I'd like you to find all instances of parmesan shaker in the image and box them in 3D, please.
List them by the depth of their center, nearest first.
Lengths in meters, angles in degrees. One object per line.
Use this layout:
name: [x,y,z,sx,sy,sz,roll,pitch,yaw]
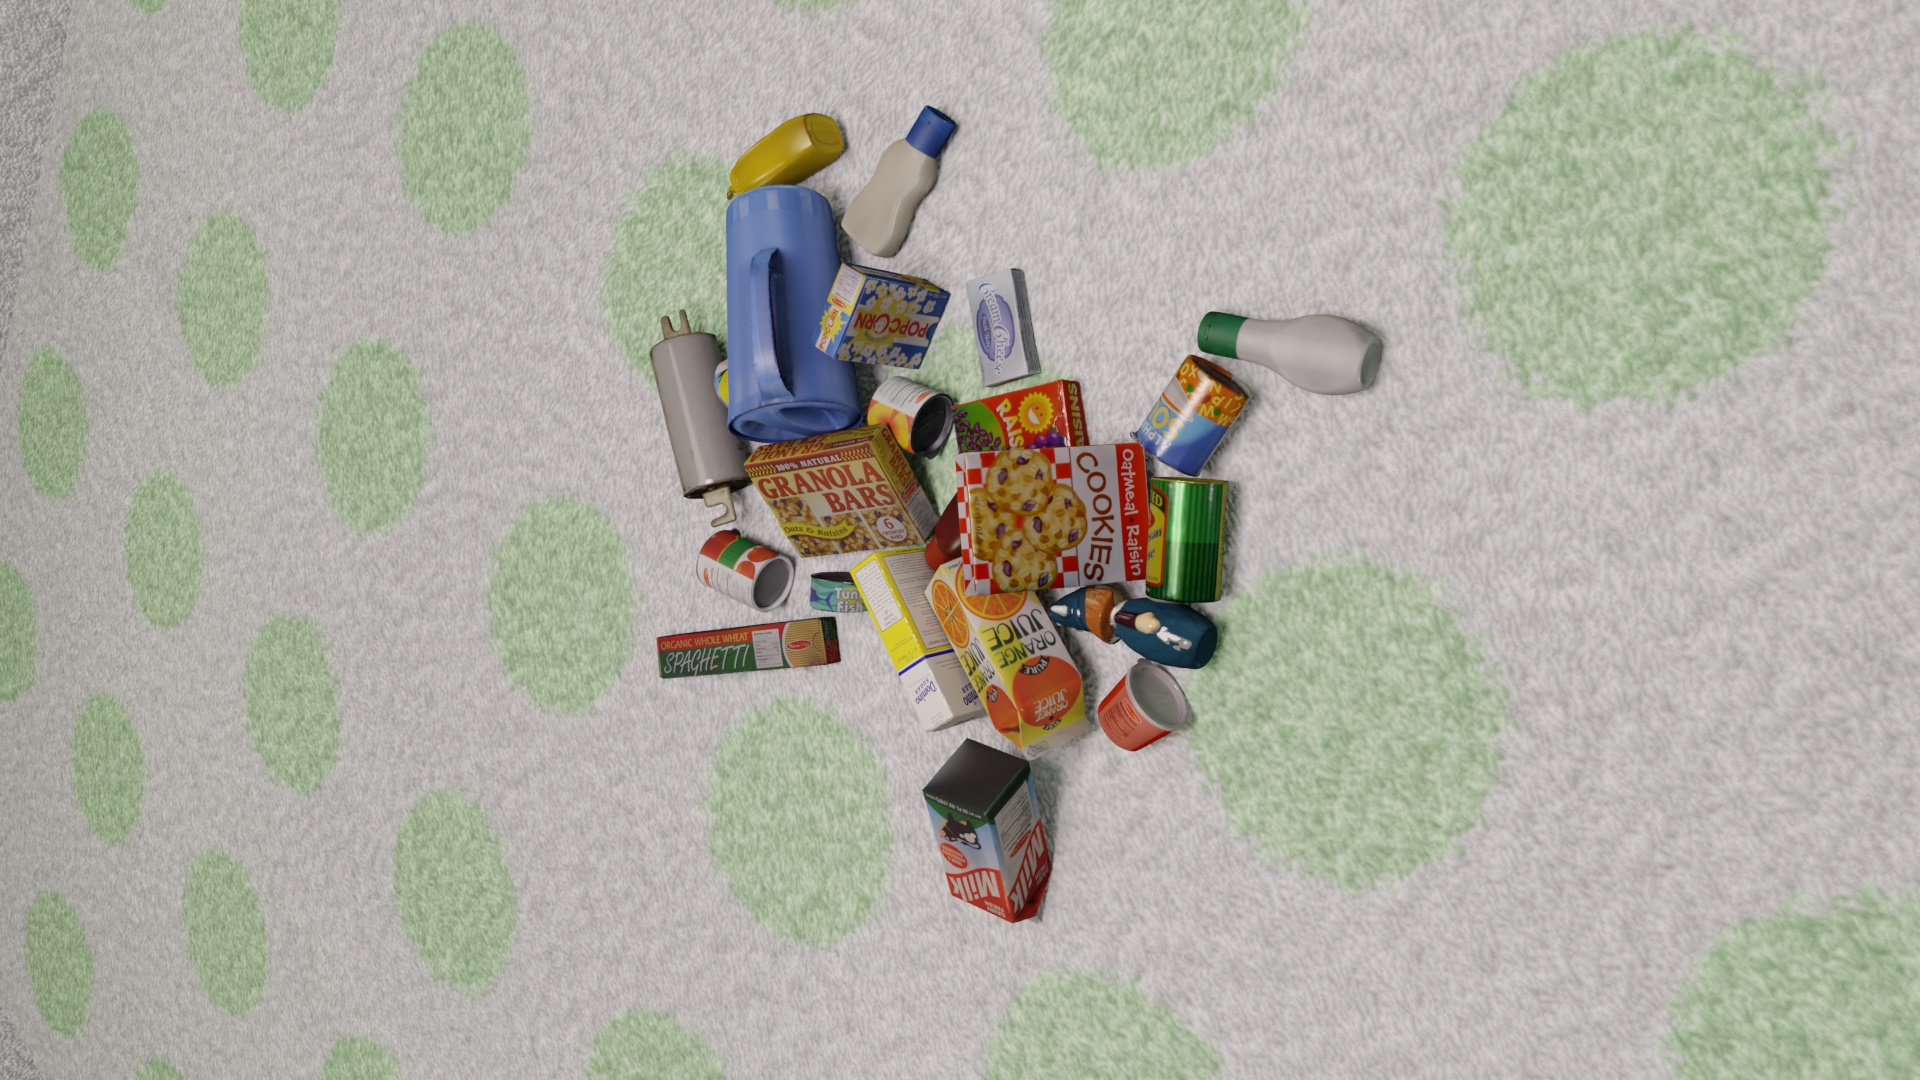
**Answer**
parmesan shaker: [0.193,-0.001,1.188,0.071,0.071,0.103,6,96,34]

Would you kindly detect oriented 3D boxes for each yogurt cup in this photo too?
yogurt cup: [0.158,0.150,1.226,0.053,0.072,0.072,-46,68,36]

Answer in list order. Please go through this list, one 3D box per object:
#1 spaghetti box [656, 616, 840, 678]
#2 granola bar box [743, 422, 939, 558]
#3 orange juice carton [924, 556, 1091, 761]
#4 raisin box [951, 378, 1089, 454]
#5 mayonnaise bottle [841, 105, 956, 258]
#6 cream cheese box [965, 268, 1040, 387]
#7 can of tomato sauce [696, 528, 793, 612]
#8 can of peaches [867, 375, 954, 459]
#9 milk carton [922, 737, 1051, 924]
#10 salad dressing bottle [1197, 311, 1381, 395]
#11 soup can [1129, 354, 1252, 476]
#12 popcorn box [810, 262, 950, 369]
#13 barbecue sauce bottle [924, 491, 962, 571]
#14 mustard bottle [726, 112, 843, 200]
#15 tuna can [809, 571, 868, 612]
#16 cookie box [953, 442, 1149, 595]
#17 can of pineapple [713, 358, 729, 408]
spaghetti box: [-0.236,0.118,1.517,0.249,0.029,0.050,-8,88,35]
granola bar box: [-0.120,-0.046,1.383,0.165,0.039,0.123,-7,125,35]
orange juice carton: [0.047,0.104,1.280,0.193,0.072,0.072,62,157,16]
raisin box: [0.056,-0.097,1.298,0.123,0.040,0.086,-10,86,34]
mayonnaise bottle: [-0.057,-0.354,1.364,0.065,0.041,0.147,45,115,22]
cream cheese box: [0.040,-0.201,1.313,0.053,0.024,0.104,-12,86,33]
can of tomato sauce: [-0.229,0.031,1.487,0.083,0.071,0.071,22,105,31]
can of peaches: [-0.048,-0.119,1.354,0.058,0.071,0.071,26,107,31]
milk carton: [0.030,0.283,1.288,0.072,0.074,0.189,15,133,34]
salad dressing bottle: [0.268,-0.160,1.146,0.148,0.044,0.064,18,105,34]
soup can: [0.196,-0.108,1.182,0.071,0.071,0.083,42,114,25]
popcorn box: [-0.076,-0.213,1.331,0.038,0.127,0.085,36,112,31]
barbecue sauce bottle: [0.005,-0.016,1.299,0.147,0.044,0.065,125,157,-56]
mustard bottle: [-0.195,-0.391,1.444,0.160,0.065,0.049,-18,87,38]
tuna can: [-0.119,0.052,1.408,0.071,0.071,0.032,8,99,34]
cookie box: [0.083,-0.020,1.215,0.040,0.168,0.123,176,90,-73]
can of pineapple: [-0.216,-0.169,1.467,0.057,0.071,0.071,-24,79,33]
